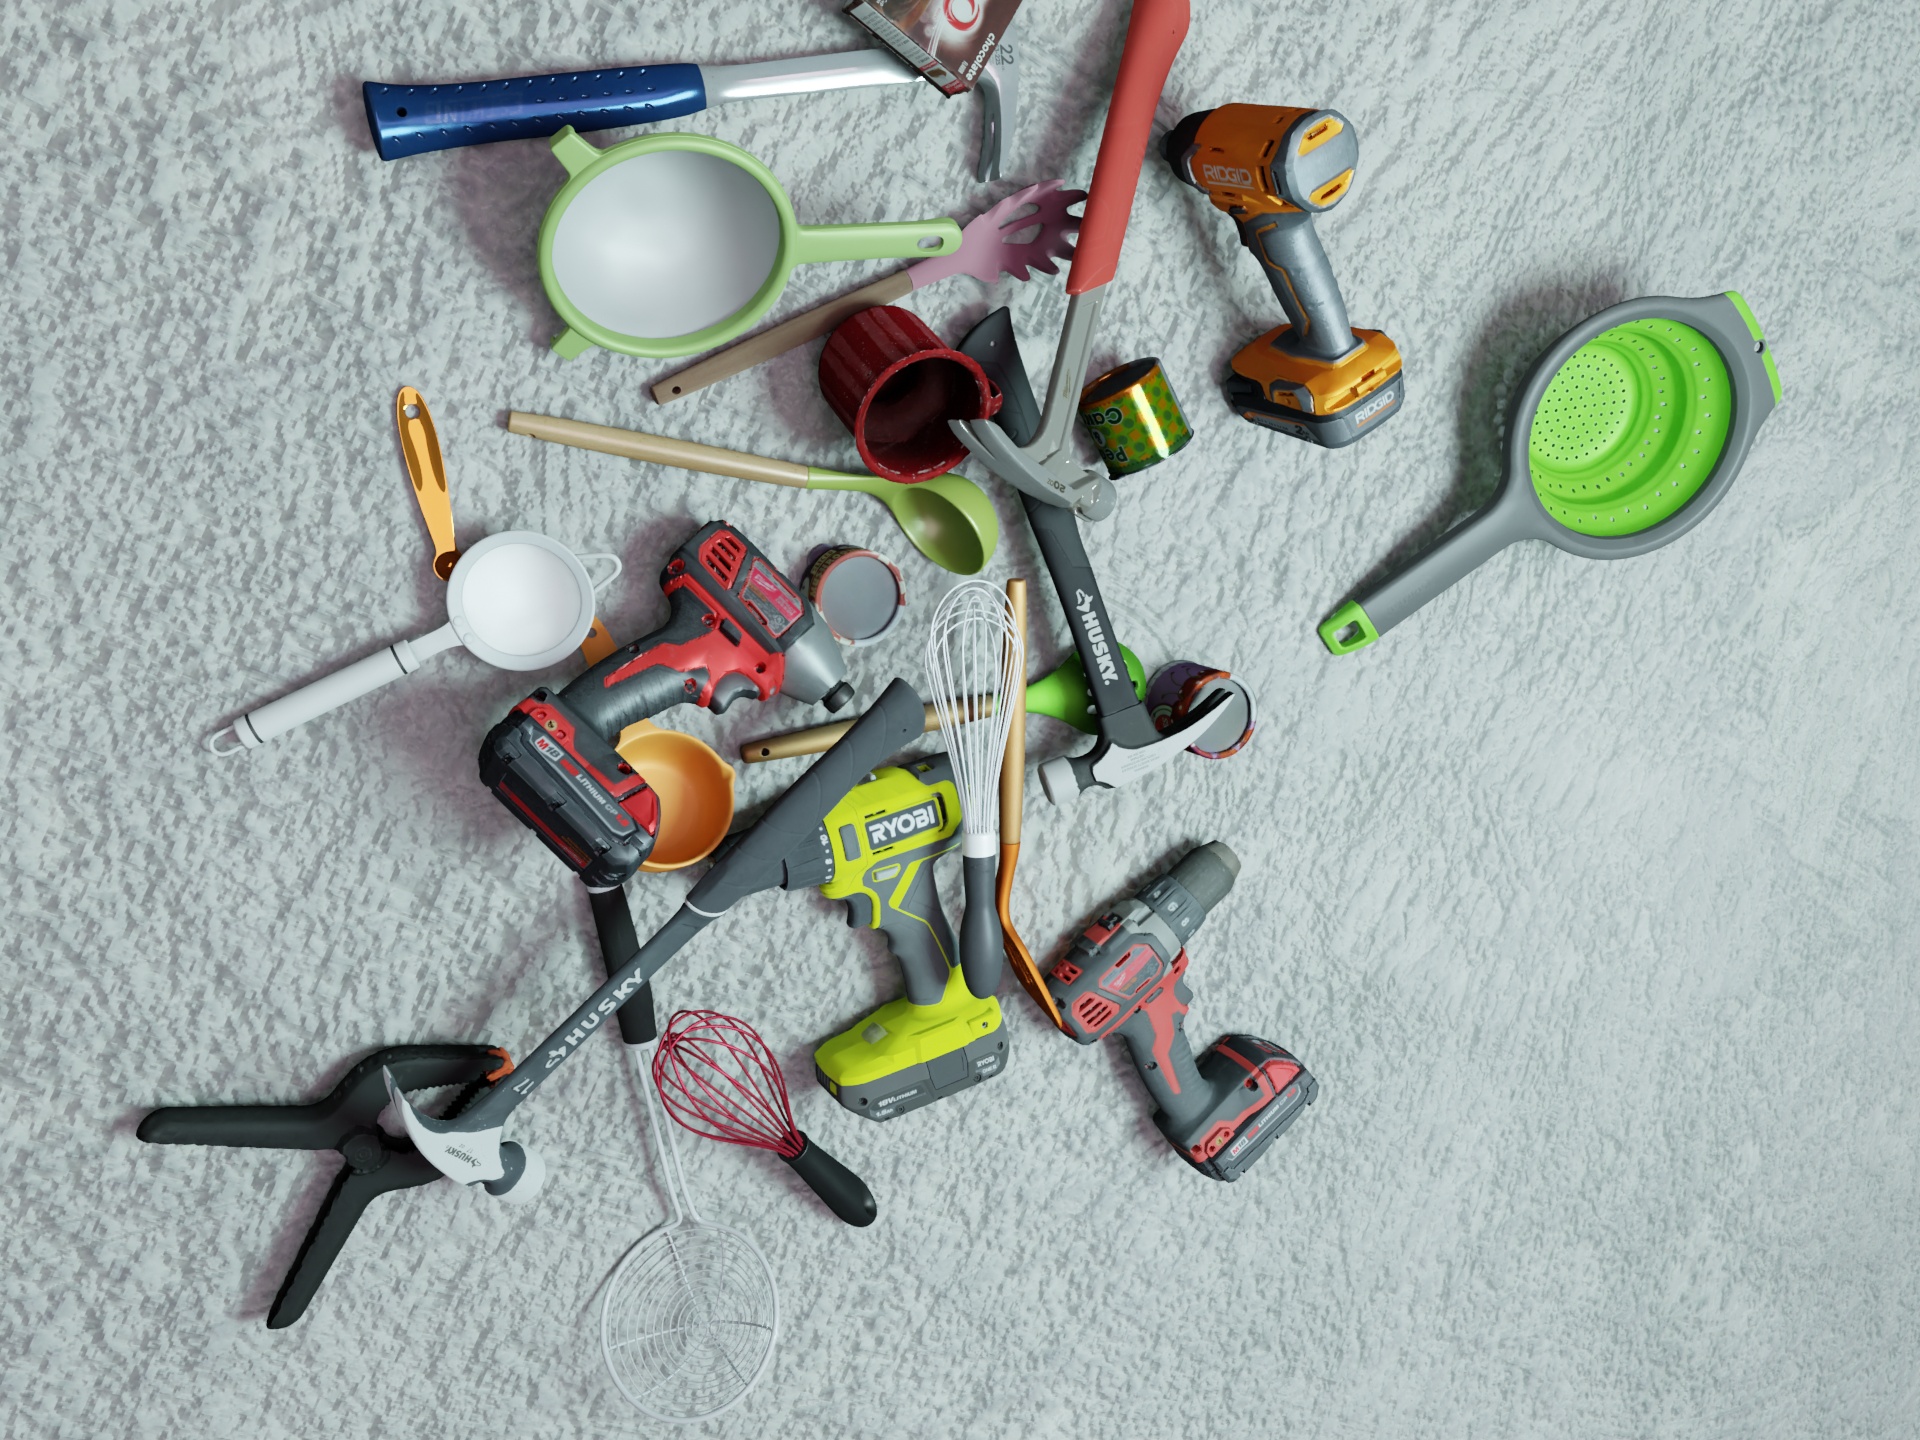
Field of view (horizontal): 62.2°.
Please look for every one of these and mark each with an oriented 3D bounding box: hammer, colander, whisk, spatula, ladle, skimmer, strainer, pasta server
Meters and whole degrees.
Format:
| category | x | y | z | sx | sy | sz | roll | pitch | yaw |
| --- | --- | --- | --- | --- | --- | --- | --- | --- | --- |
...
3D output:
| category | x | y | z | sx | sy | sz | roll | pitch | yaw |
| --- | --- | --- | --- | --- | --- | --- | --- | --- | --- |
| hammer | 0.086 | -0.318 | 1.024 | 0.149 | 0.037 | 0.359 | 24 | 76 | -50 |
| colander | 0.441 | -0.189 | 1.259 | 0.397 | 0.095 | 0.204 | -36 | 115 | 5 |
| whisk | 0.010 | 0.049 | 1.049 | 0.070 | 0.070 | 0.284 | -6 | 102 | -24 |
| spatula | 0.043 | 0.059 | 1.104 | 0.041 | 0.081 | 0.322 | -6 | 109 | -19 |
| whisk | -0.120 | 0.276 | 1.063 | 0.073 | 0.073 | 0.295 | -43 | 137 | -11 |
| ladle | -0.125 | -0.148 | 1.011 | 0.320 | 0.078 | 0.062 | 8 | 74 | -21 |
| skimmer | -0.205 | 0.279 | 1.045 | 0.127 | 0.090 | 0.363 | -8 | 104 | 9 |
| hammer | -0.145 | -0.378 | 0.961 | 0.405 | 0.035 | 0.144 | -16 | 107 | -21 |
| hammer | 0.076 | -0.119 | 1.092 | 0.146 | 0.035 | 0.334 | -21 | 100 | -5 |
| hammer | -0.174 | 0.124 | 0.979 | 0.409 | 0.036 | 0.149 | -45 | 141 | -7 |
| strainer | -0.127 | -0.299 | 0.950 | 0.256 | 0.069 | 0.151 | -9 | 144 | -20 |
| pasta server | -0.054 | -0.272 | 1.026 | 0.316 | 0.040 | 0.060 | -29 | 123 | -16 |
| strainer | -0.324 | -0.043 | 0.948 | 0.258 | 0.050 | 0.086 | -28 | 112 | -11 |

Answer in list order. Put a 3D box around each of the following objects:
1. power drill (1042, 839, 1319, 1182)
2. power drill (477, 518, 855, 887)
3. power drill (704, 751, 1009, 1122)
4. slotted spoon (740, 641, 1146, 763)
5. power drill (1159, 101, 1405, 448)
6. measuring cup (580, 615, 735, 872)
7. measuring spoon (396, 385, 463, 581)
| category | x | y | z | sx | sy | sz | roll | pitch | yaw |
| --- | --- | --- | --- | --- | --- | --- | --- | --- | --- |
| power drill | 0.183 | 0.221 | 1.224 | 0.188 | 0.080 | 0.226 | -42 | 112 | -12 |
| power drill | -0.171 | -0.008 | 0.968 | 0.143 | 0.078 | 0.220 | 45 | 62 | -5 |
| power drill | -0.063 | 0.150 | 1.092 | 0.190 | 0.080 | 0.228 | -18 | 105 | -22 |
| slotted spoon | -0.002 | -0.004 | 1.115 | 0.313 | 0.031 | 0.070 | -11 | 99 | -21 |
| power drill | 0.214 | -0.312 | 1.091 | 0.084 | 0.164 | 0.226 | -35 | 126 | -15 |
| measuring cup | -0.210 | 0.016 | 1.015 | 0.095 | 0.052 | 0.174 | -23 | 85 | -25 |
| measuring spoon | -0.316 | -0.141 | 0.949 | 0.021 | 0.011 | 0.117 | -15 | 103 | -20 |
